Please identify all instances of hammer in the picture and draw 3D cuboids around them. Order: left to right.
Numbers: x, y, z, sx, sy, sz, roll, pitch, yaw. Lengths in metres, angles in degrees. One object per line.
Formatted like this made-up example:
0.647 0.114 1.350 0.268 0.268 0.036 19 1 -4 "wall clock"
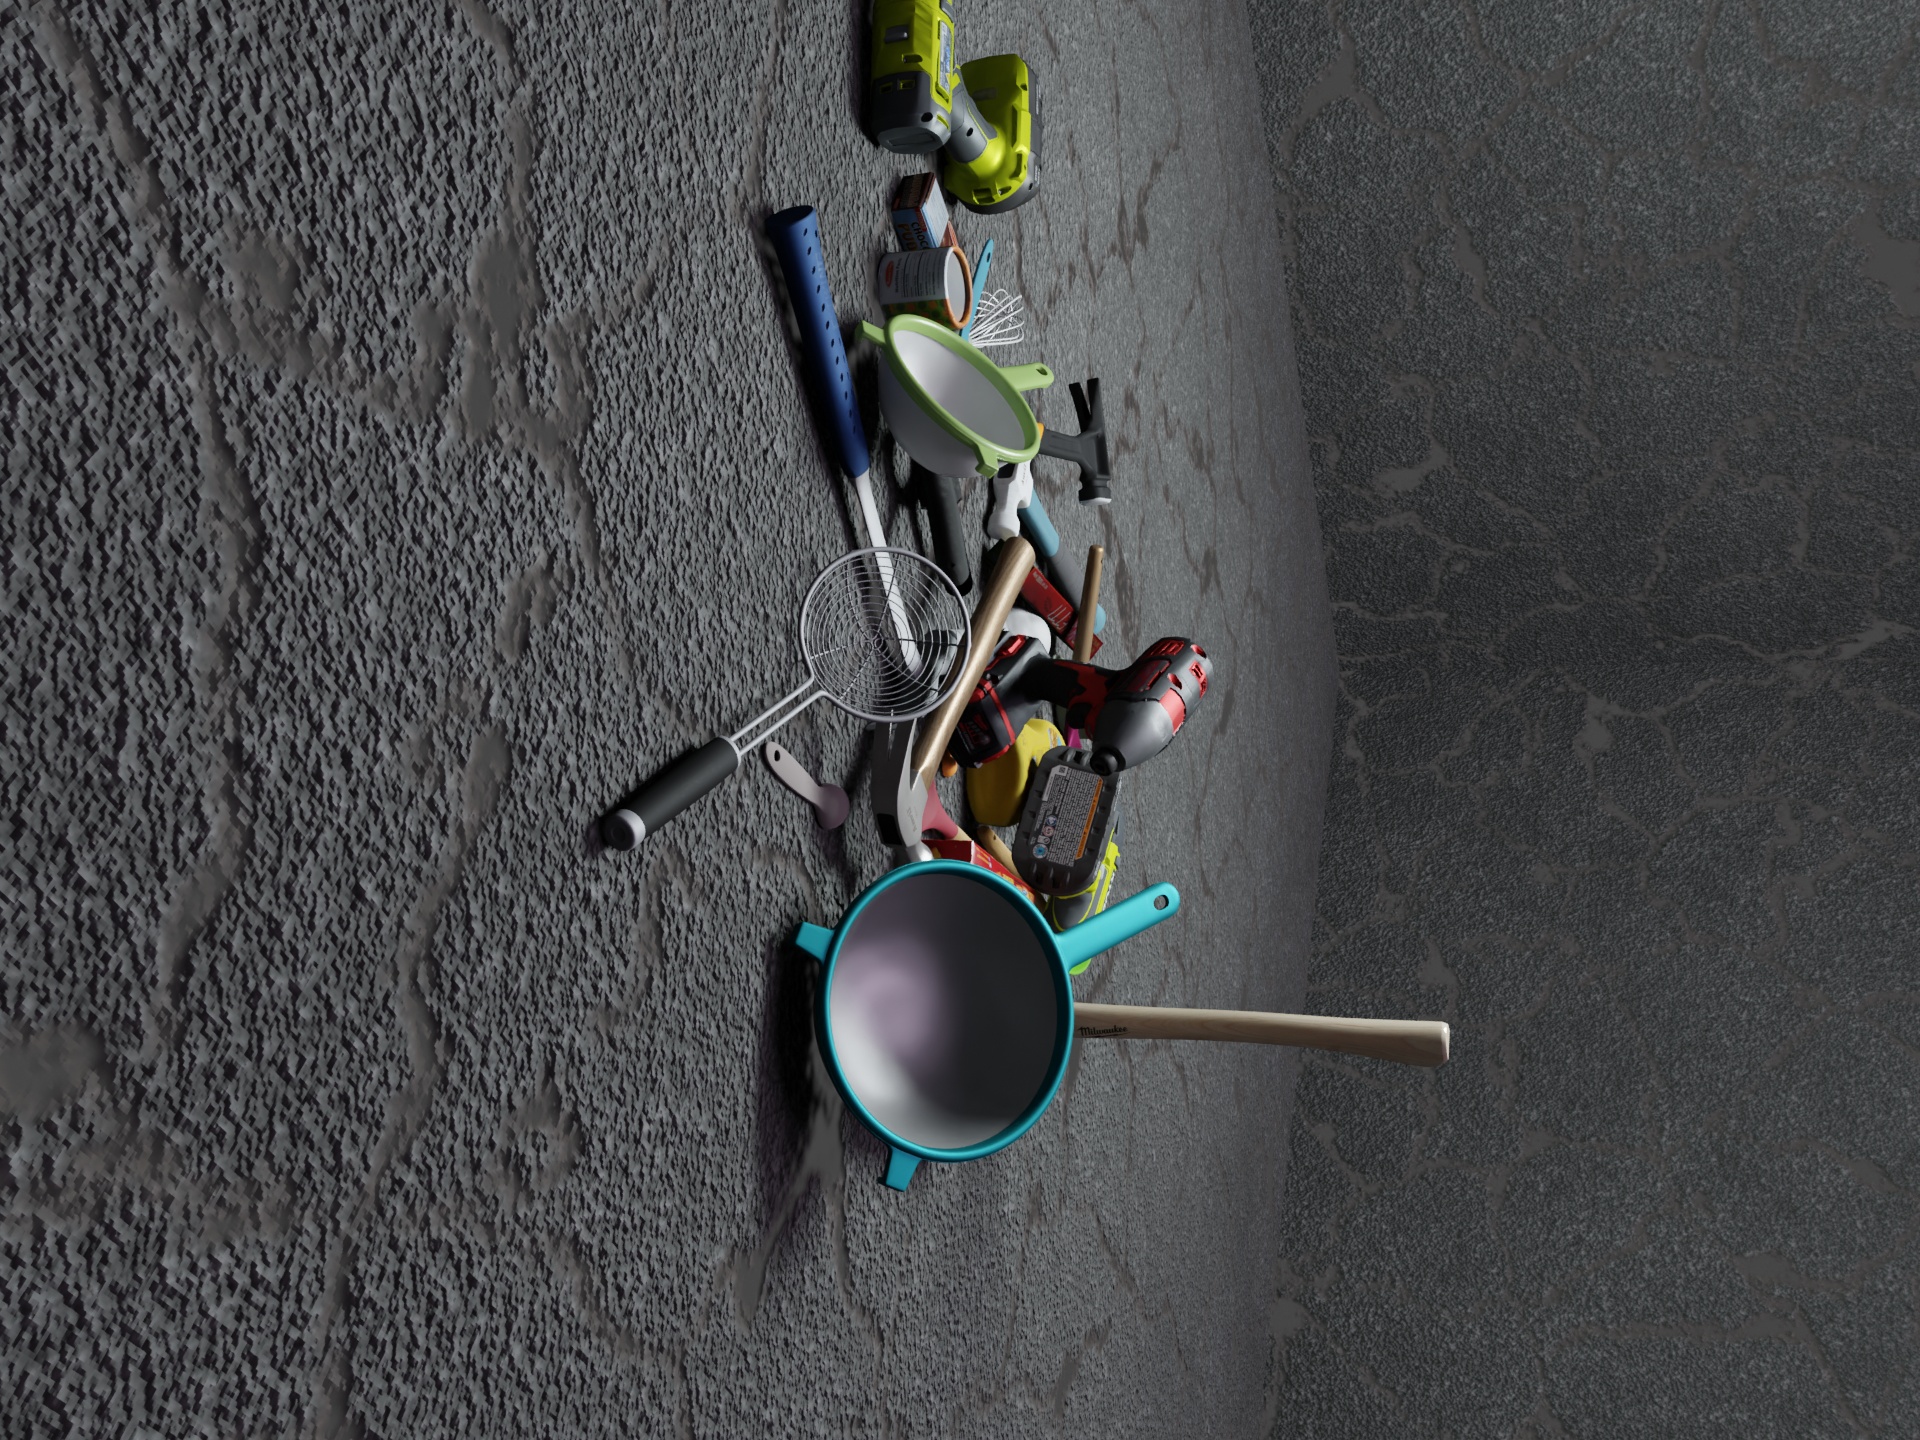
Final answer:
-0.075 -0.174 1.182 0.144 0.035 0.405 -65 147 -50 "hammer"
0.000 -0.034 1.263 0.129 0.031 0.331 74 29 -42 "hammer"
0.057 -0.273 1.477 0.336 0.034 0.127 -7 90 -61 "hammer"
0.097 -0.174 1.648 0.330 0.033 0.128 51 44 -59 "hammer"
0.221 0.268 1.421 0.146 0.411 0.038 66 31 -45 "hammer"

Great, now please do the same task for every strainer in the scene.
0.006 -0.250 1.269 0.151 0.069 0.256 48 28 5 "strainer"
0.021 0.193 1.191 0.340 0.095 0.211 -20 89 -36 "strainer"
0.036 -0.075 1.473 0.258 0.050 0.087 -9 82 -66 "strainer"

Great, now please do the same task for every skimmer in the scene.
-0.102 -0.015 1.022 0.127 0.090 0.363 55 30 -5 "skimmer"

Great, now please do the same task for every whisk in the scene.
0.001 -0.331 1.387 0.058 0.059 0.246 48 34 -4 "whisk"

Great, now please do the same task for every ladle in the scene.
0.000 0.104 1.388 0.315 0.031 0.069 54 45 -60 "ladle"

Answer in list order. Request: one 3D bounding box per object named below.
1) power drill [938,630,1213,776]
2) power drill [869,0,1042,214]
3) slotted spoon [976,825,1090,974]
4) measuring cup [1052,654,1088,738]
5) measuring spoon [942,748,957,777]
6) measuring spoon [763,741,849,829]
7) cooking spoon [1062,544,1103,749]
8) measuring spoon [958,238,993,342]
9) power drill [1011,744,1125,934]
0.087 -0.011 1.315 0.143 0.220 0.078 -49 126 -34 "power drill"
-0.006 -0.541 1.326 0.228 0.080 0.190 14 77 -66 "power drill"
0.073 0.176 1.582 0.313 0.031 0.070 55 41 -54 "slotted spoon"
0.111 -0.033 1.678 0.167 0.038 0.083 43 49 -59 "measuring cup"
-0.002 -0.004 1.404 0.021 0.011 0.117 52 42 -58 "measuring spoon"
-0.105 0.044 1.115 0.124 0.018 0.034 51 43 -58 "measuring spoon"
0.118 -0.028 1.624 0.069 0.017 0.318 -38 140 -56 "cooking spoon"
0.015 -0.333 1.319 0.042 0.021 0.128 -22 131 -65 "measuring spoon"
0.113 0.114 1.502 0.223 0.080 0.171 66 40 -67 "power drill"
